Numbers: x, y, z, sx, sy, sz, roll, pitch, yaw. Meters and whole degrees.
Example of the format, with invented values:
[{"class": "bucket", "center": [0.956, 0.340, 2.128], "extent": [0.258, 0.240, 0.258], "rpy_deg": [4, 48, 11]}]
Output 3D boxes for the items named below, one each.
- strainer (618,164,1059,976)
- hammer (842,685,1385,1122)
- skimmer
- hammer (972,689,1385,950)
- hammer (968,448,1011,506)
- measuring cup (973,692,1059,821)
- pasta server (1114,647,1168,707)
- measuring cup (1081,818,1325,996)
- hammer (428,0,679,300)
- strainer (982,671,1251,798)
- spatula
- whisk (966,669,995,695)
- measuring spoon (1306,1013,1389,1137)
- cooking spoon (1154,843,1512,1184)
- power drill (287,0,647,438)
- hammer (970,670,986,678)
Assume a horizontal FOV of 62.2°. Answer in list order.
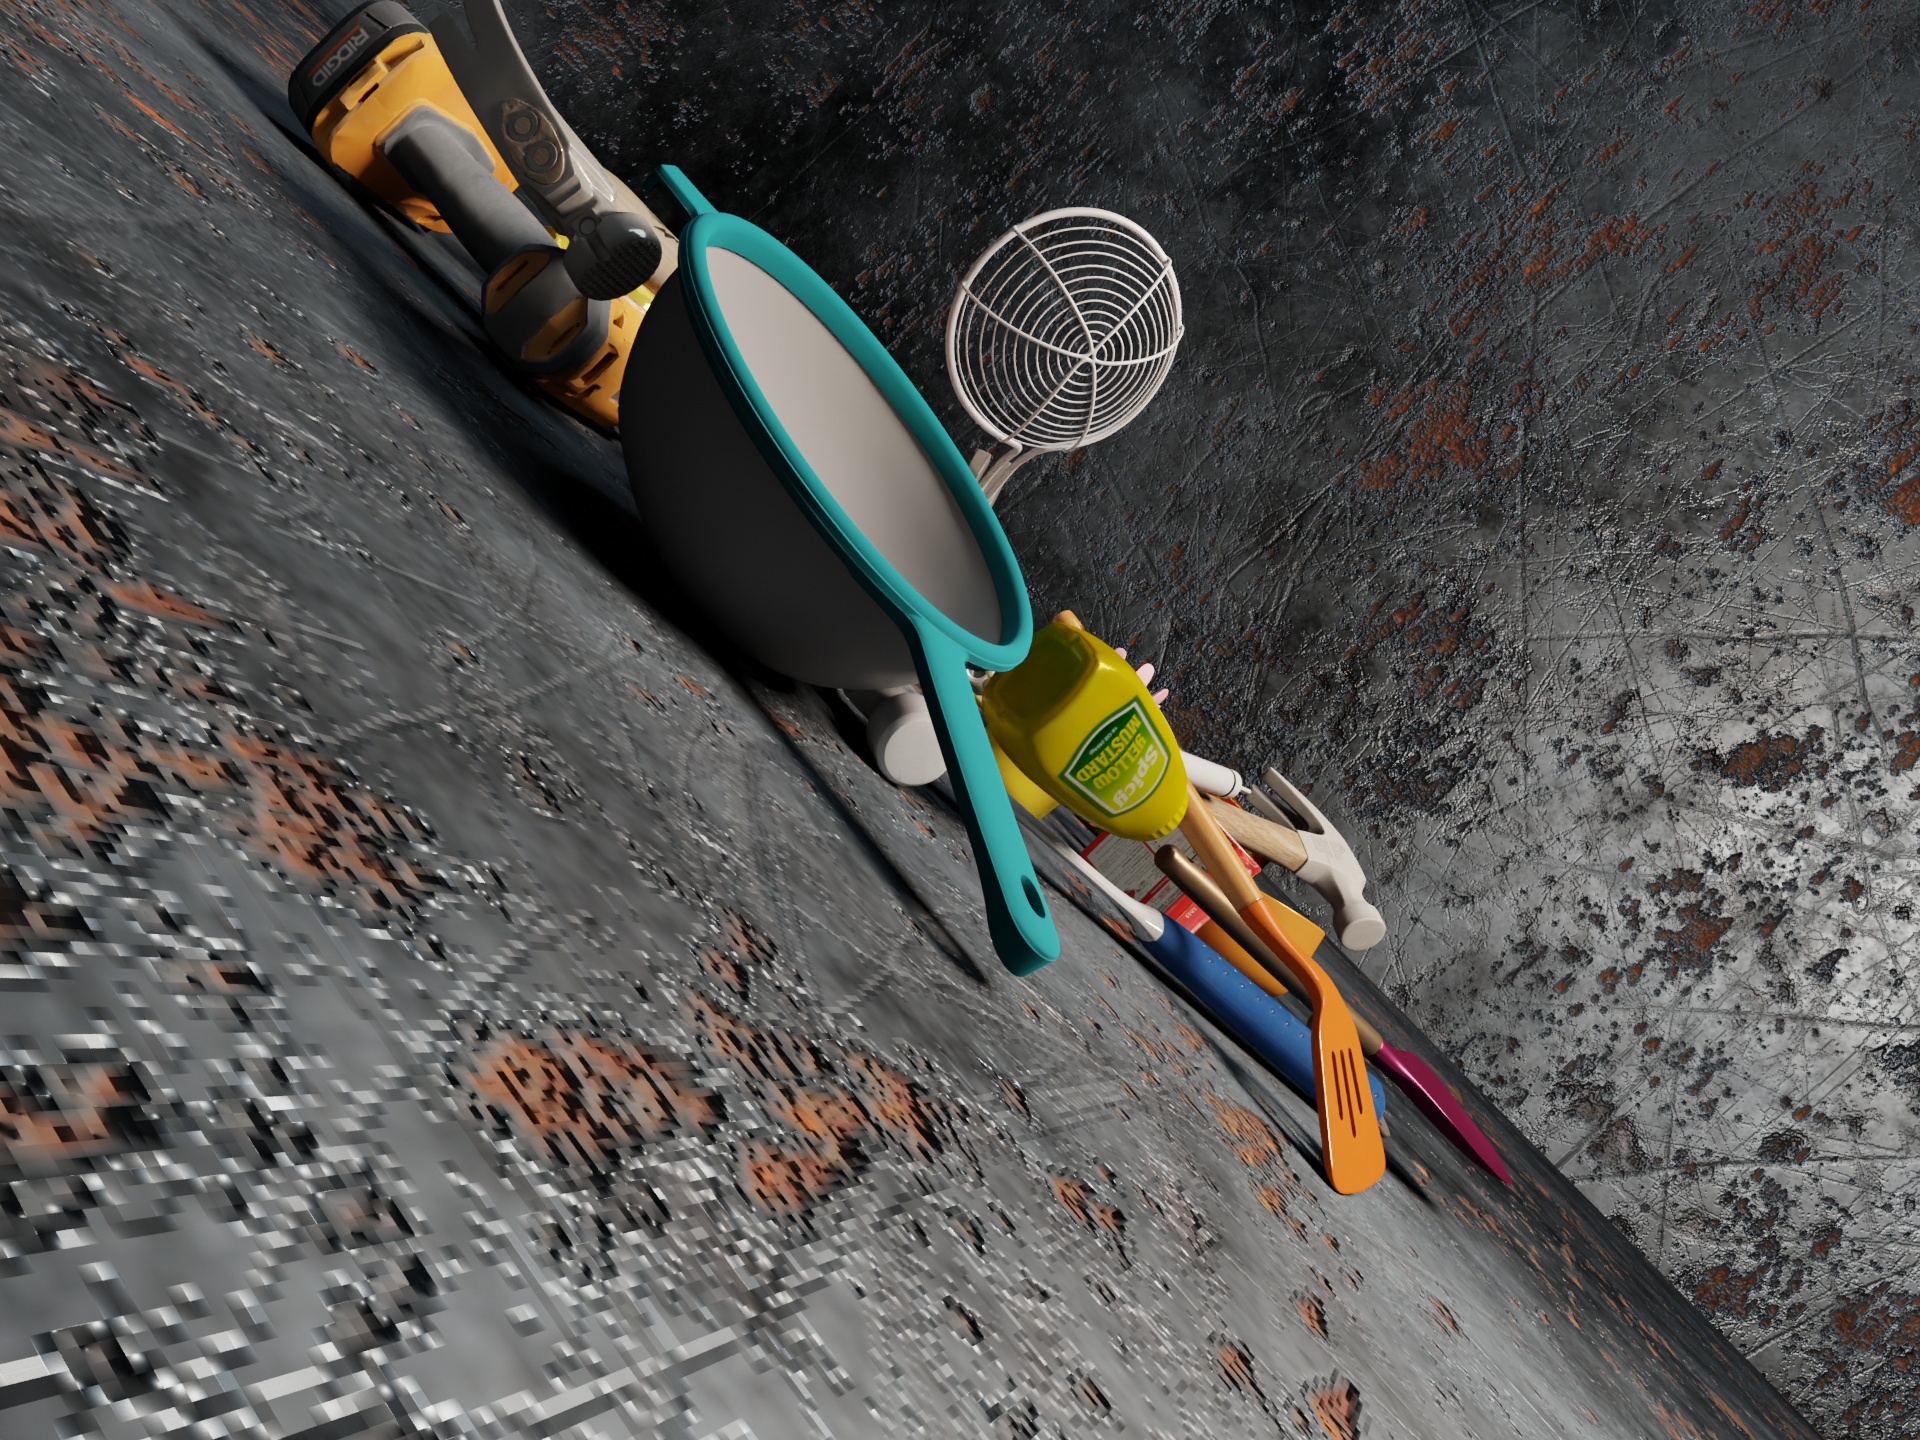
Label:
[{"class": "strainer", "center": [-0.051, -0.039, 0.600], "extent": [0.210, 0.095, 0.341], "rpy_deg": [35, 29, -49]}, {"class": "hammer", "center": [0.086, 0.092, 0.793], "extent": [0.405, 0.035, 0.144], "rpy_deg": [41, 7, -29]}, {"class": "skimmer", "center": [0.010, -0.157, 0.936], "extent": [0.127, 0.090, 0.363], "rpy_deg": [4, -19, -20]}, {"class": "hammer", "center": [0.130, 0.045, 1.013], "extent": [0.331, 0.031, 0.130], "rpy_deg": [24, 31, -27]}, {"class": "hammer", "center": [-0.030, -0.168, 1.039], "extent": [0.037, 0.149, 0.359], "rpy_deg": [26, -7, 12]}, {"class": "measuring cup", "center": [-0.001, -0.003, 0.866], "extent": [0.157, 0.029, 0.062], "rpy_deg": [48, -1, 31]}, {"class": "pasta server", "center": [-0.019, -0.081, 0.977], "extent": [0.316, 0.040, 0.060], "rpy_deg": [32, -24, 7]}, {"class": "measuring cup", "center": [0.132, 0.111, 0.965], "extent": [0.174, 0.052, 0.095], "rpy_deg": [25, -6, 30]}, {"class": "hammer", "center": [-0.132, -0.221, 0.830], "extent": [0.146, 0.038, 0.410], "rpy_deg": [58, 8, 11]}, {"class": "strainer", "center": [0.097, 0.017, 0.937], "extent": [0.087, 0.050, 0.258], "rpy_deg": [5, -10, 46]}, {"class": "spatula", "center": [0.124, 0.077, 0.790], "extent": [0.081, 0.041, 0.323], "rpy_deg": [13, 42, -59]}, {"class": "whisk", "center": [-0.068, -0.101, 0.928], "extent": [0.246, 0.058, 0.059], "rpy_deg": [42, 1, 4]}, {"class": "measuring spoon", "center": [0.259, 0.241, 1.070], "extent": [0.034, 0.018, 0.124], "rpy_deg": [42, 13, -23]}, {"class": "cooking spoon", "center": [0.211, 0.165, 0.875], "extent": [0.318, 0.017, 0.069], "rpy_deg": [42, 16, -24]}, {"class": "power drill", "center": [-0.216, -0.234, 0.810], "extent": [0.226, 0.084, 0.185], "rpy_deg": [50, 7, 14]}, {"class": "hammer", "center": [0.047, -0.010, 1.205], "extent": [0.143, 0.038, 0.386], "rpy_deg": [54, 4, 3]}]
